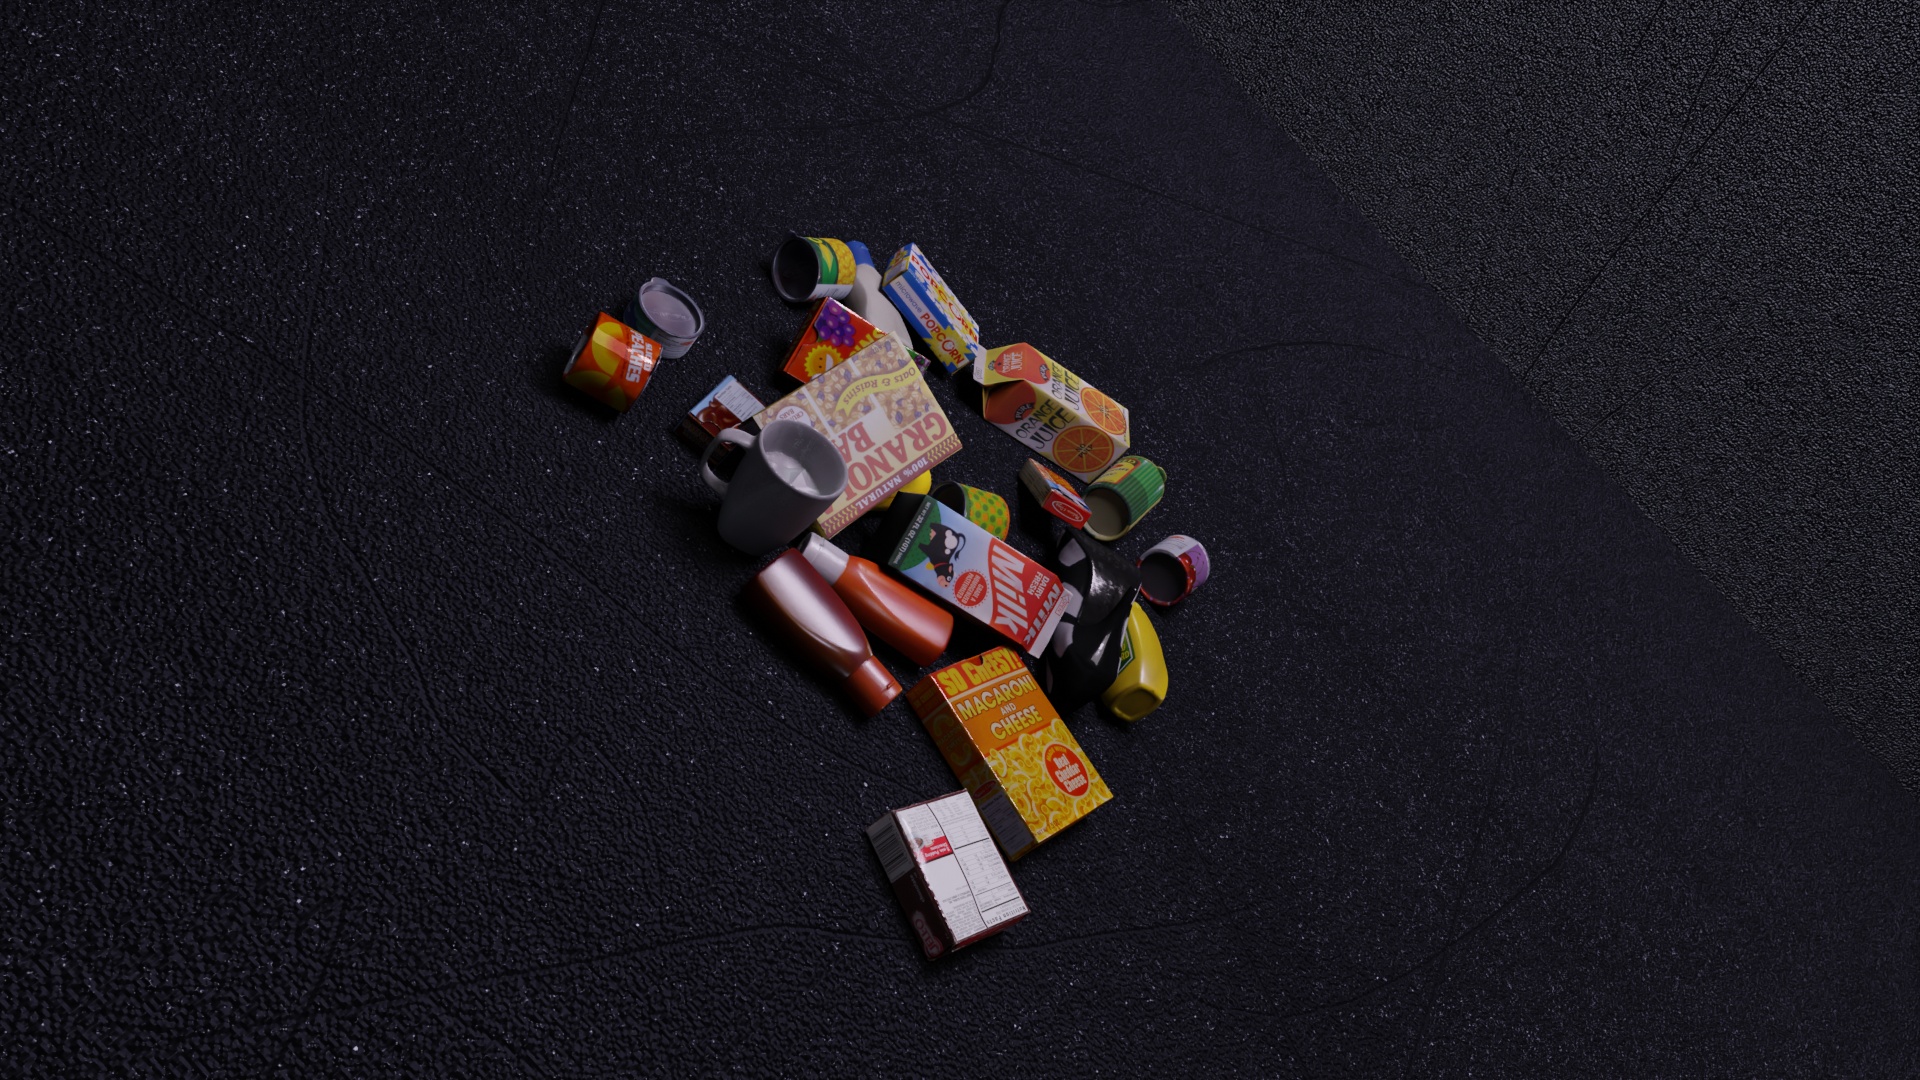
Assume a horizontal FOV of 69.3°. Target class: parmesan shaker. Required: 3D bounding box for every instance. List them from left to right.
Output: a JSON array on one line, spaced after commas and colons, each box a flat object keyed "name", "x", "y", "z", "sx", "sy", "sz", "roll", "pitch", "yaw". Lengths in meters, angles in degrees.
[{"name": "parmesan shaker", "x": 0.179, "y": -0.048, "z": 1.534, "sx": 0.071, "sy": 0.071, "sz": 0.103, "roll": 49, "pitch": 34, "yaw": 3}]

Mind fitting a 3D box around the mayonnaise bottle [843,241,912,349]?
[{"name": "mayonnaise bottle", "x": -0.097, "y": -0.255, "z": 1.477, "sx": 0.065, "sy": 0.041, "sz": 0.148, "roll": 18, "pitch": 42, "yaw": -45}]

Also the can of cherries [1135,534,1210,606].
[{"name": "can of cherries", "x": 0.231, "y": 0.035, "z": 1.513, "sx": 0.071, "sy": 0.071, "sz": 0.058, "roll": 52, "pitch": 35, "yaw": 8}]

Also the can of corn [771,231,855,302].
[{"name": "can of corn", "x": -0.150, "y": -0.279, "z": 1.420, "sx": 0.058, "sy": 0.071, "sz": 0.071, "roll": -12, "pitch": 64, "yaw": -52}]

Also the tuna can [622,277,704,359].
[{"name": "tuna can", "x": -0.267, "y": -0.199, "z": 1.247, "sx": 0.071, "sy": 0.032, "sz": 0.071, "roll": 28, "pitch": 38, "yaw": -25}]

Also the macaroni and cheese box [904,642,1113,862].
[{"name": "macaroni and cheese box", "x": 0.043, "y": 0.176, "z": 1.192, "sx": 0.124, "sy": 0.040, "sz": 0.167, "roll": -15, "pitch": 67, "yaw": -53}]

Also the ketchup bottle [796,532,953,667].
[{"name": "ketchup bottle", "x": -0.076, "y": 0.047, "z": 1.192, "sx": 0.148, "sy": 0.043, "sz": 0.065, "roll": 35, "pitch": 29, "yaw": -16}]

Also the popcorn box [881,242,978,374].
[{"name": "popcorn box", "x": -0.031, "y": -0.253, "z": 1.509, "sx": 0.126, "sy": 0.038, "sz": 0.085, "roll": 50, "pitch": 20, "yaw": -23}]

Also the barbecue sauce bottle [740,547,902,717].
[{"name": "barbecue sauce bottle", "x": -0.109, "y": 0.077, "z": 1.128, "sx": 0.148, "sy": 0.043, "sz": 0.065, "roll": 48, "pitch": 38, "yaw": 1}]

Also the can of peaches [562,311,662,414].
[{"name": "can of peaches", "x": -0.286, "y": -0.147, "z": 1.142, "sx": 0.058, "sy": 0.071, "sz": 0.071, "roll": 29, "pitch": 38, "yaw": -22}]

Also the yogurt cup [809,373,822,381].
[{"name": "yogurt cup", "x": -0.115, "y": -0.117, "z": 1.293, "sx": 0.072, "sy": 0.053, "sz": 0.073, "roll": 19, "pitch": 22, "yaw": -8}]

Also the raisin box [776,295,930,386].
[{"name": "raisin box", "x": -0.104, "y": -0.168, "z": 1.344, "sx": 0.123, "sy": 0.086, "sz": 0.040, "roll": 31, "pitch": -6, "yaw": -22}]

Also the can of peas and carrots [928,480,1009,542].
[{"name": "can of peas and carrots", "x": 0.005, "y": -0.017, "z": 1.324, "sx": 0.059, "sy": 0.070, "sz": 0.071, "roll": 15, "pitch": 45, "yaw": -38}]

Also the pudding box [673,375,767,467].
[{"name": "pudding box", "x": -0.209, "y": -0.106, "z": 1.218, "sx": 0.049, "sy": 0.030, "sz": 0.084, "roll": 42, "pitch": 35, "yaw": -8}]

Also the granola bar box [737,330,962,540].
[{"name": "granola bar box", "x": -0.094, "y": -0.093, "z": 1.229, "sx": 0.166, "sy": 0.039, "sz": 0.124, "roll": -36, "pitch": 101, "yaw": -28}]

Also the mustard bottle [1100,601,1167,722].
[{"name": "mustard bottle", "x": 0.165, "y": 0.105, "z": 1.377, "sx": 0.049, "sy": 0.065, "sz": 0.161, "roll": 35, "pitch": 30, "yaw": -25}]

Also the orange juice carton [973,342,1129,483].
[{"name": "orange juice carton", "x": 0.092, "y": -0.151, "z": 1.545, "sx": 0.192, "sy": 0.072, "sz": 0.072, "roll": 30, "pitch": 38, "yaw": -22}]

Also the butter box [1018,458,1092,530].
[{"name": "butter box", "x": 0.098, "y": -0.050, "z": 1.458, "sx": 0.053, "sy": 0.024, "sz": 0.104, "roll": 30, "pitch": 13, "yaw": -22}]

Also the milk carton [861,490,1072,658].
[{"name": "milk carton", "x": 0.015, "y": 0.033, "z": 1.252, "sx": 0.190, "sy": 0.072, "sz": 0.073, "roll": 33, "pitch": -9, "yaw": -22}]
